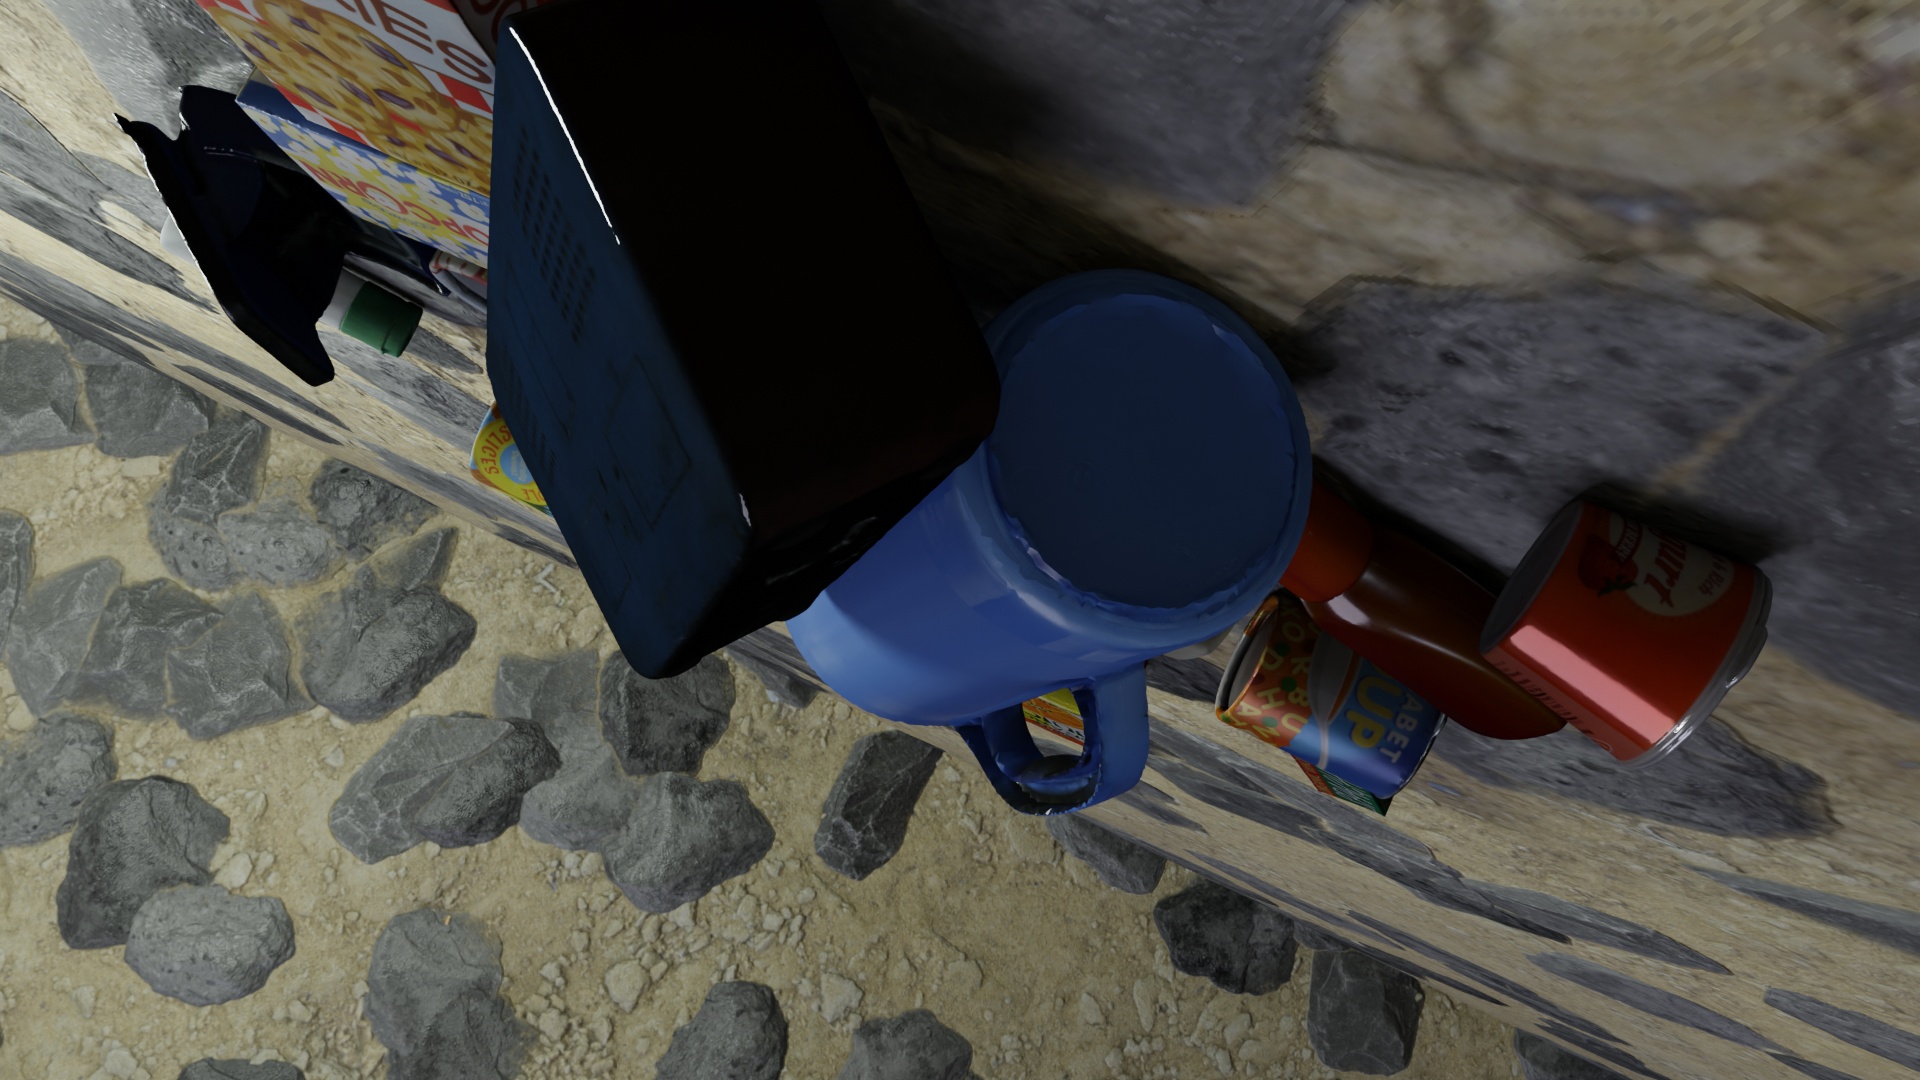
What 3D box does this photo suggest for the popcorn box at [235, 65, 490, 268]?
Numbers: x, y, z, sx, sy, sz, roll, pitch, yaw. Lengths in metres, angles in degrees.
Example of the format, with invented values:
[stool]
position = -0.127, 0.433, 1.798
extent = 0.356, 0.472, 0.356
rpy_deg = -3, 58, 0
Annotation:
[popcorn box]
position = -0.199, -0.142, 0.537
extent = 0.127, 0.038, 0.085
rpy_deg = 23, 167, 14

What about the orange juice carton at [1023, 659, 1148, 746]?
[orange juice carton]
position = 0.069, 0.081, 0.864
extent = 0.072, 0.073, 0.192
rpy_deg = 21, 168, 16

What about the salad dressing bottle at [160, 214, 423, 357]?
[salad dressing bottle]
position = -0.413, -0.164, 0.865
extent = 0.147, 0.044, 0.064
rpy_deg = 28, 166, -18

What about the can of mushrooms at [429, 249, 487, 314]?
[can of mushrooms]
position = -0.208, -0.123, 0.647
extent = 0.071, 0.033, 0.071
rpy_deg = 25, 168, 6

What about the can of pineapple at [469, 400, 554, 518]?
[can of pineapple]
position = -0.230, -0.050, 0.769
extent = 0.058, 0.071, 0.071
rpy_deg = 26, 168, 0

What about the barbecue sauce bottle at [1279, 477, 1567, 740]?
[barbecue sauce bottle]
position = 0.160, 0.024, 0.508
extent = 0.148, 0.044, 0.065
rpy_deg = 32, 166, -26

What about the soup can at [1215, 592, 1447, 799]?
[soup can]
position = 0.169, 0.069, 0.633
extent = 0.084, 0.071, 0.071
rpy_deg = 26, 168, 1

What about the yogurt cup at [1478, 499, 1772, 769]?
[yogurt cup]
position = 0.190, 0.024, 0.405
extent = 0.054, 0.072, 0.072
rpy_deg = 31, 169, 10

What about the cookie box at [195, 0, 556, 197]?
[cookie box]
position = -0.168, -0.158, 0.402
extent = 0.123, 0.040, 0.167
rpy_deg = 24, 169, 6

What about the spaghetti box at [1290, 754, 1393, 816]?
[spaghetti box]
position = 0.219, 0.117, 0.827
extent = 0.050, 0.029, 0.249
rpy_deg = 19, 166, 31

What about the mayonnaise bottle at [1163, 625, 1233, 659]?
[mayonnaise bottle]
position = 0.078, 0.017, 0.606
extent = 0.041, 0.065, 0.148
rpy_deg = 27, 172, -12
